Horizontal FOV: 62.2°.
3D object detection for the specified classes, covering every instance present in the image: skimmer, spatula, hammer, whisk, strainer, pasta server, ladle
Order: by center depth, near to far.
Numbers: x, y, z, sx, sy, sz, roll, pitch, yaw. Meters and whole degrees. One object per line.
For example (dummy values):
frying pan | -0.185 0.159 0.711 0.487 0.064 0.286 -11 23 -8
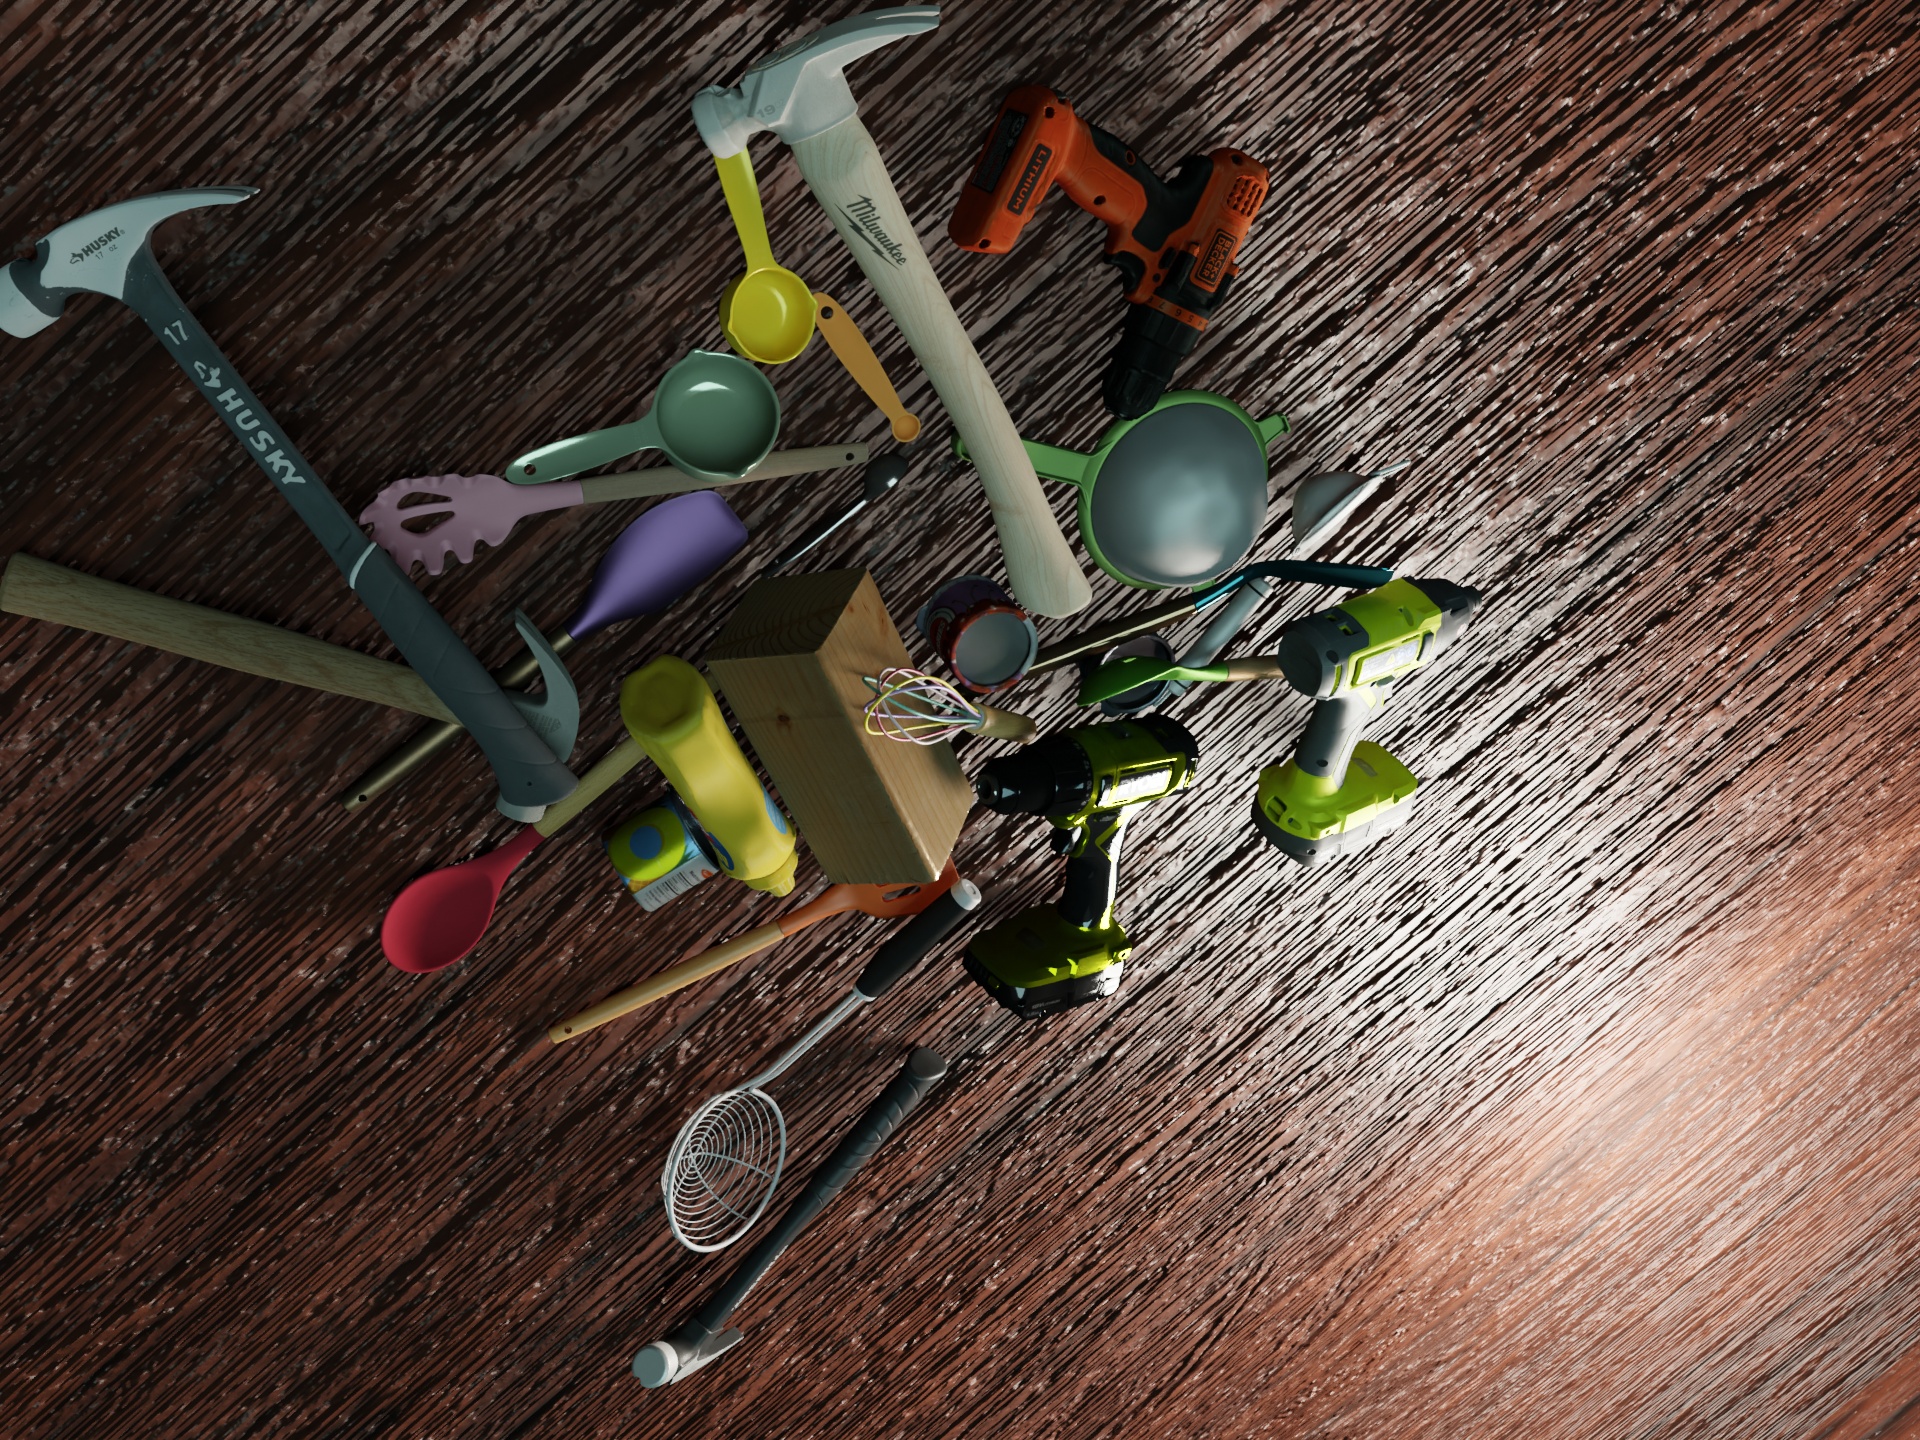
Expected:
hammer | -0.347 -0.108 0.903 0.149 0.036 0.408 -28 117 8
hammer | -0.392 -0.038 0.961 0.331 0.031 0.130 17 106 -25
hammer | 0.001 -0.225 0.979 0.146 0.038 0.410 -18 129 17
pasta server | -0.207 -0.143 0.987 0.316 0.040 0.060 -11 119 -18
spatula | -0.274 -0.042 1.029 0.316 0.018 0.059 -38 120 0
whisk | -0.003 -0.002 1.082 0.244 0.051 0.047 13 97 -65
ladle | -0.268 0.057 1.084 0.315 0.031 0.069 -40 127 1
strainer | 0.116 -0.158 1.091 0.256 0.069 0.151 9 114 -28
spatula | 0.144 -0.064 1.125 0.317 0.082 0.044 -20 84 6
spatula | -0.156 0.166 1.181 0.322 0.041 0.081 -25 97 -5
strainer | 0.226 -0.107 1.182 0.258 0.050 0.087 -50 168 14
skimmer | -0.098 0.264 1.200 0.363 0.090 0.127 -45 150 21
hammer | -0.128 0.403 1.306 0.335 0.035 0.146 -50 162 -1

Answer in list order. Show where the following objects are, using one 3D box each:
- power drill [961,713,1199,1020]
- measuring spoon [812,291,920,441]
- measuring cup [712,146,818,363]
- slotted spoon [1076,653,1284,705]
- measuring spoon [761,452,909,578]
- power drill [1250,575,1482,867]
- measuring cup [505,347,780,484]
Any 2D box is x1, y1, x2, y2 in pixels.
power drill | 0.076 0.108 1.201 0.190 0.080 0.228 -9 122 -38
measuring spoon | -0.062 -0.226 1.018 0.021 0.011 0.116 -36 121 2
measuring cup | -0.130 -0.291 0.947 0.062 0.029 0.156 -24 113 -26
slotted spoon | 0.211 -0.038 1.186 0.313 0.070 0.031 -5 83 -36
measuring spoon | -0.087 -0.137 1.047 0.124 0.034 0.018 -38 115 7
power drill | 0.310 -0.005 1.217 0.171 0.080 0.223 -20 137 -24
measuring cup | -0.192 -0.169 0.963 0.167 0.038 0.083 -19 89 -12
